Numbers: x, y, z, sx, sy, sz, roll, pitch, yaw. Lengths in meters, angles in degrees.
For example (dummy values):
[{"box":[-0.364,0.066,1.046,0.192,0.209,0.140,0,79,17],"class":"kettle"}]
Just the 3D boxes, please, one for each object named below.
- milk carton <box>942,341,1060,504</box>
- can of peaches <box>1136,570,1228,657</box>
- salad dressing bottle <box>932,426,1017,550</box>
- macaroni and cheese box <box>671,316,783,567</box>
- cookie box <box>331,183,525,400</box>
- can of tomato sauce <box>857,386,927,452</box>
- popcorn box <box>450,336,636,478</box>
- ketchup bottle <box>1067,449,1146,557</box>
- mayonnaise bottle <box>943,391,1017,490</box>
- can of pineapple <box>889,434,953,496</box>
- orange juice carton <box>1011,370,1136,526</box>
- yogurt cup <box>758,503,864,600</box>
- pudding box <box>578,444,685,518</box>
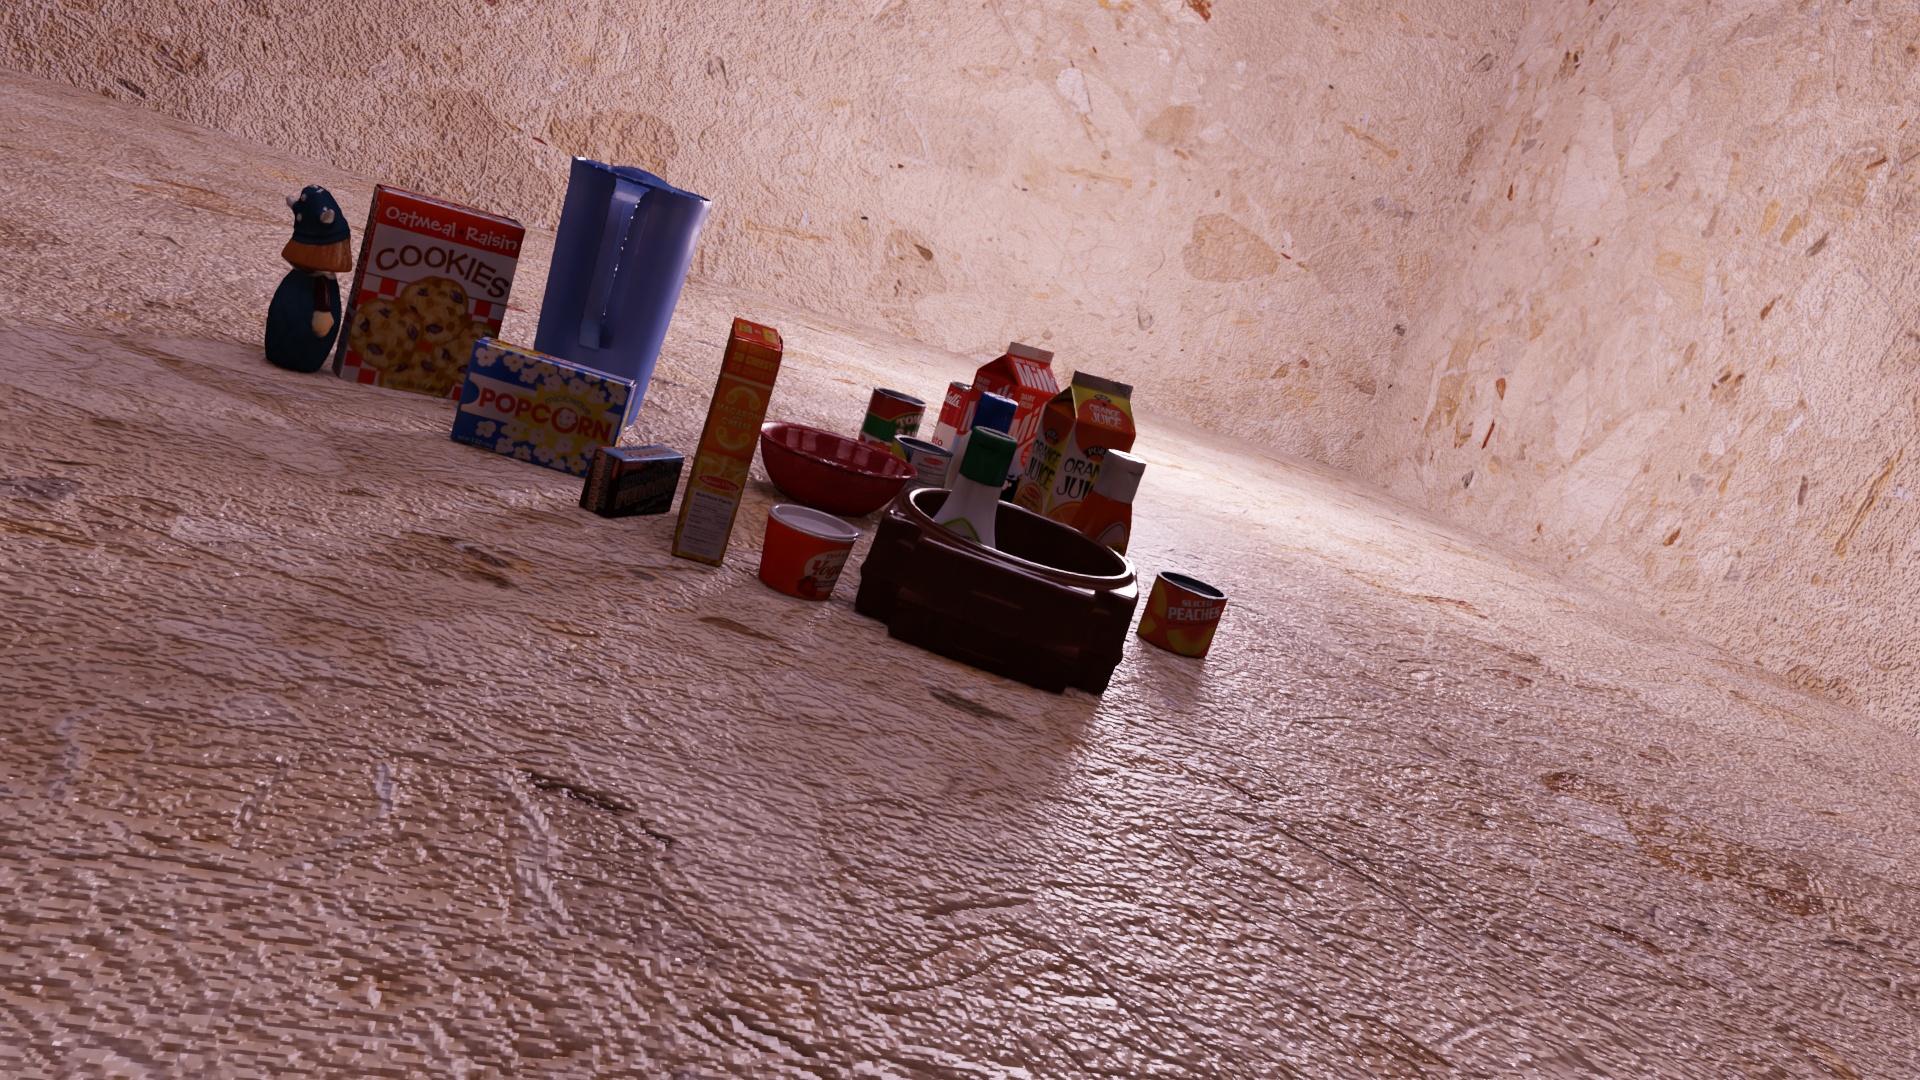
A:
[{"box":[0.048,-0.121,1.517,0.072,0.190,0.073,7,16,-45],"class":"milk carton"},{"box":[0.195,0.065,1.219,0.071,0.058,0.071,18,12,-4],"class":"can of peaches"},{"box":[0.004,-0.013,1.069,0.064,0.147,0.044,20,11,5],"class":"salad dressing bottle"},{"box":[-0.174,-0.077,1.045,0.040,0.166,0.124,16,12,-13],"class":"macaroni and cheese box"},{"box":[-0.466,-0.214,1.219,0.123,0.167,0.040,9,14,-38],"class":"cookie box"},{"box":[-0.081,-0.130,1.621,0.071,0.083,0.071,18,12,-4],"class":"can of tomato sauce"},{"box":[-0.337,-0.106,1.126,0.127,0.085,0.038,16,12,-11],"class":"popcorn box"},{"box":[0.118,-0.004,1.194,0.065,0.148,0.043,10,14,-38],"class":"ketchup bottle"},{"box":[0.015,-0.066,1.321,0.041,0.147,0.065,23,12,23],"class":"mayonnaise bottle"},{"box":[-0.048,-0.076,1.488,0.071,0.057,0.071,18,12,-4],"class":"can of pineapple"},{"box":[0.112,-0.070,1.378,0.072,0.192,0.073,13,13,-26],"class":"orange juice carton"},{"box":[-0.114,0.009,1.016,0.072,0.053,0.072,18,12,-4],"class":"yogurt cup"},{"box":[-0.252,-0.047,1.072,0.030,0.049,0.084,23,12,19],"class":"pudding box"}]
